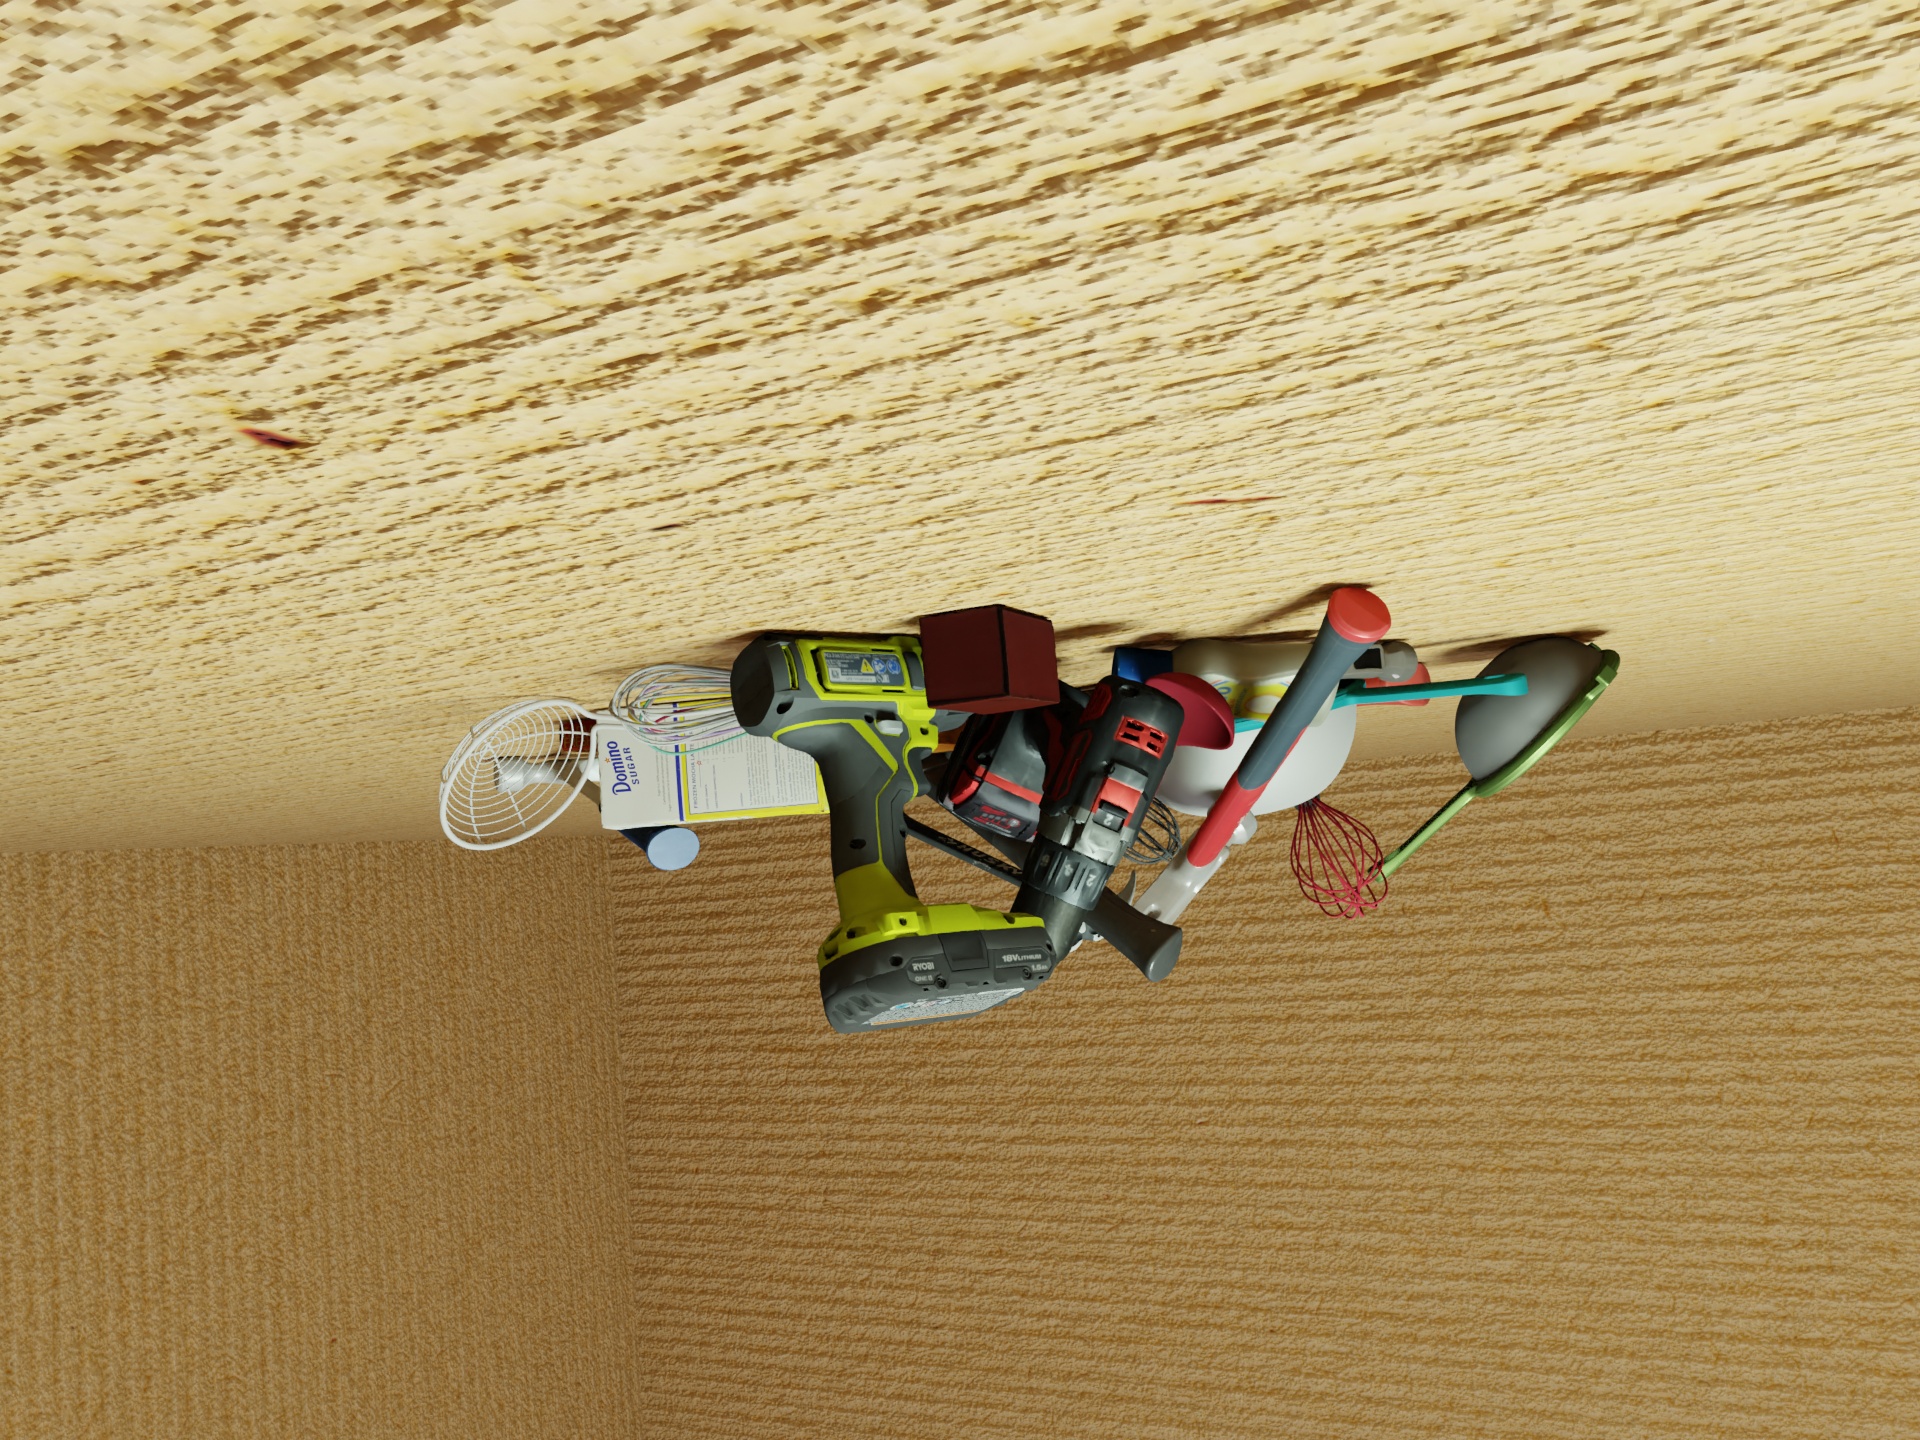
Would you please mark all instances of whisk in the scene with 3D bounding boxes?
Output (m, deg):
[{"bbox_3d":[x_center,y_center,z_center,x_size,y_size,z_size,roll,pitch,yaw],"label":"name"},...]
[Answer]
[{"bbox_3d":[-0.103,-0.013,1.084,0.245,0.051,0.047,-6,175,-18],"label":"whisk"},{"bbox_3d":[-0.103,-0.020,1.032,0.246,0.057,0.059,-6,-150,-17],"label":"whisk"},{"bbox_3d":[0.296,0.077,1.337,0.073,0.073,0.296,-5,-154,0],"label":"whisk"},{"bbox_3d":[0.093,0.040,1.236,0.238,0.055,0.055,41,151,-25],"label":"whisk"}]

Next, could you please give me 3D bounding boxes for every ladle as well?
[{"bbox_3d":[0.114,0.034,1.136,0.031,0.069,0.315,-48,180,-28],"label":"ladle"}]

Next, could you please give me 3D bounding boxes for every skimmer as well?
[{"bbox_3d":[-0.184,0.022,1.130,0.363,0.090,0.127,-7,143,0],"label":"skimmer"}]

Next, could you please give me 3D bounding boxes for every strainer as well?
[{"bbox_3d":[0.281,0.022,1.257,0.340,0.095,0.211,-6,-172,37],"label":"strainer"},{"bbox_3d":[0.398,0.021,1.248,0.256,0.069,0.151,-48,174,19],"label":"strainer"}]

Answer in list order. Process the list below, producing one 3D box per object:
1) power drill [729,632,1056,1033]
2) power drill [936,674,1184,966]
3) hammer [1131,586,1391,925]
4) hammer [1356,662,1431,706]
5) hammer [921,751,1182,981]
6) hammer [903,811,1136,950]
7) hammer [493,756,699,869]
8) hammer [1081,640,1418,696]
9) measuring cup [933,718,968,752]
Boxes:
[{"bbox_3d":[-0.030,0.057,0.918,0.171,0.223,0.080,1,155,-38],"label":"power drill"},{"bbox_3d":[0.055,0.055,1.035,0.080,0.188,0.227,23,180,-17],"label":"power drill"},{"bbox_3d":[0.188,0.037,1.039,0.143,0.038,0.386,-45,166,-24],"label":"hammer"},{"bbox_3d":[0.262,-0.010,1.460,0.359,0.037,0.149,-8,174,41],"label":"hammer"},{"bbox_3d":[0.041,0.094,1.166,0.146,0.035,0.335,-17,-147,-30],"label":"hammer"},{"bbox_3d":[-0.042,0.082,1.288,0.409,0.036,0.149,23,-162,32],"label":"hammer"},{"bbox_3d":[-0.306,0.073,1.416,0.144,0.035,0.406,-4,-171,-26],"label":"hammer"},{"bbox_3d":[0.178,-0.026,1.242,0.130,0.031,0.331,0,174,-42],"label":"hammer"},{"bbox_3d":[-0.002,-0.004,1.228,0.173,0.052,0.095,-3,175,-33],"label":"measuring cup"}]
